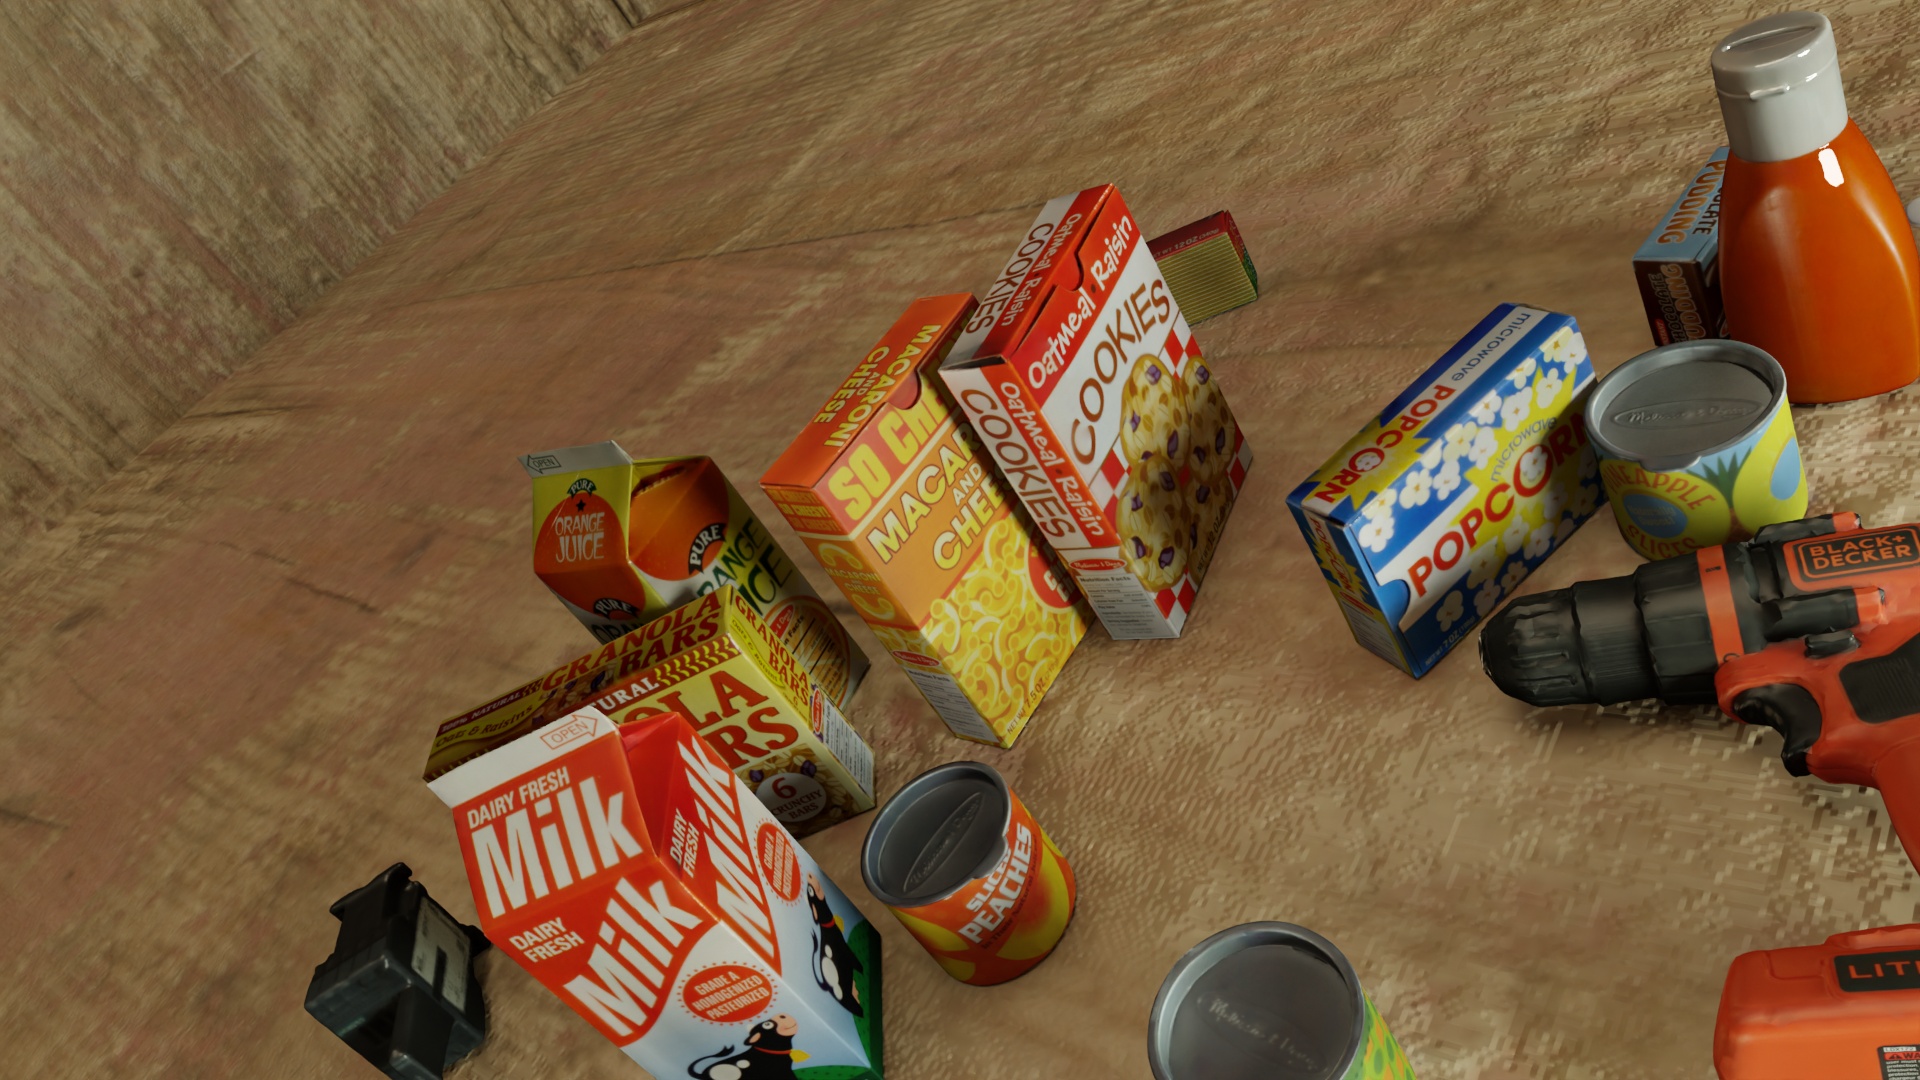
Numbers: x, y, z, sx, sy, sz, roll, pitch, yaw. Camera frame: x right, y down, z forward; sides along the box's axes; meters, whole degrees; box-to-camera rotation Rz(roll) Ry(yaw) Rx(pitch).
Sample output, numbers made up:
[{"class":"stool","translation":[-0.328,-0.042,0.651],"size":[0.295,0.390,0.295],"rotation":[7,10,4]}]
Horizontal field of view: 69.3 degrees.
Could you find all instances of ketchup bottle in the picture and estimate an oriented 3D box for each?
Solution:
[{"class":"ketchup bottle","translation":[0.309,-0.118,0.509],"size":[0.064,0.148,0.044],"rotation":[-3,44,40]}]

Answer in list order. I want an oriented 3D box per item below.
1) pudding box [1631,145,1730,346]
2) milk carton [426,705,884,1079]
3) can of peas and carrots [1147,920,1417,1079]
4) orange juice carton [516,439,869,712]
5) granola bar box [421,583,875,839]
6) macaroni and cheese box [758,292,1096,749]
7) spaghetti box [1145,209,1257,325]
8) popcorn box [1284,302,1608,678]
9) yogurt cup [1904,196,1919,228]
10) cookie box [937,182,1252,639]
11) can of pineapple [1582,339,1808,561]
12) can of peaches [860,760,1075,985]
[{"class":"pudding box","translation":[0.327,-0.127,0.598],"size":[0.084,0.049,0.030],"rotation":[-48,34,-20]},{"class":"milk carton","translation":[-0.105,0.134,0.510],"size":[0.072,0.190,0.074],"rotation":[-26,33,13]},{"class":"can of peas and carrots","translation":[0.097,0.161,0.417],"size":[0.071,0.058,0.071],"rotation":[-24,34,17]},{"class":"orange juice carton","translation":[-0.133,0.025,0.677],"size":[0.071,0.192,0.073],"rotation":[-5,42,38]},{"class":"granola bar box","translation":[-0.141,0.103,0.645],"size":[0.165,0.124,0.039],"rotation":[-25,33,15]},{"class":"macaroni and cheese box","translation":[0.002,-0.008,0.623],"size":[0.040,0.166,0.124],"rotation":[4,48,45]},{"class":"spaghetti box","translation":[0.054,-0.127,0.843],"size":[0.249,0.050,0.029],"rotation":[-19,35,23]},{"class":"popcorn box","translation":[0.196,-0.021,0.542],"size":[0.127,0.085,0.038],"rotation":[-41,32,-10]},{"class":"yogurt cup","translation":[0.394,-0.108,0.509],"size":[0.072,0.053,0.073],"rotation":[-24,34,17]},{"class":"cookie box","translation":[0.069,-0.056,0.625],"size":[0.040,0.167,0.123],"rotation":[-5,43,39]},{"class":"can of pineapple","translation":[0.271,-0.030,0.513],"size":[0.071,0.057,0.071],"rotation":[-24,34,17]},{"class":"can of peaches","translation":[0.005,0.130,0.540],"size":[0.071,0.058,0.071],"rotation":[-24,34,17]}]
